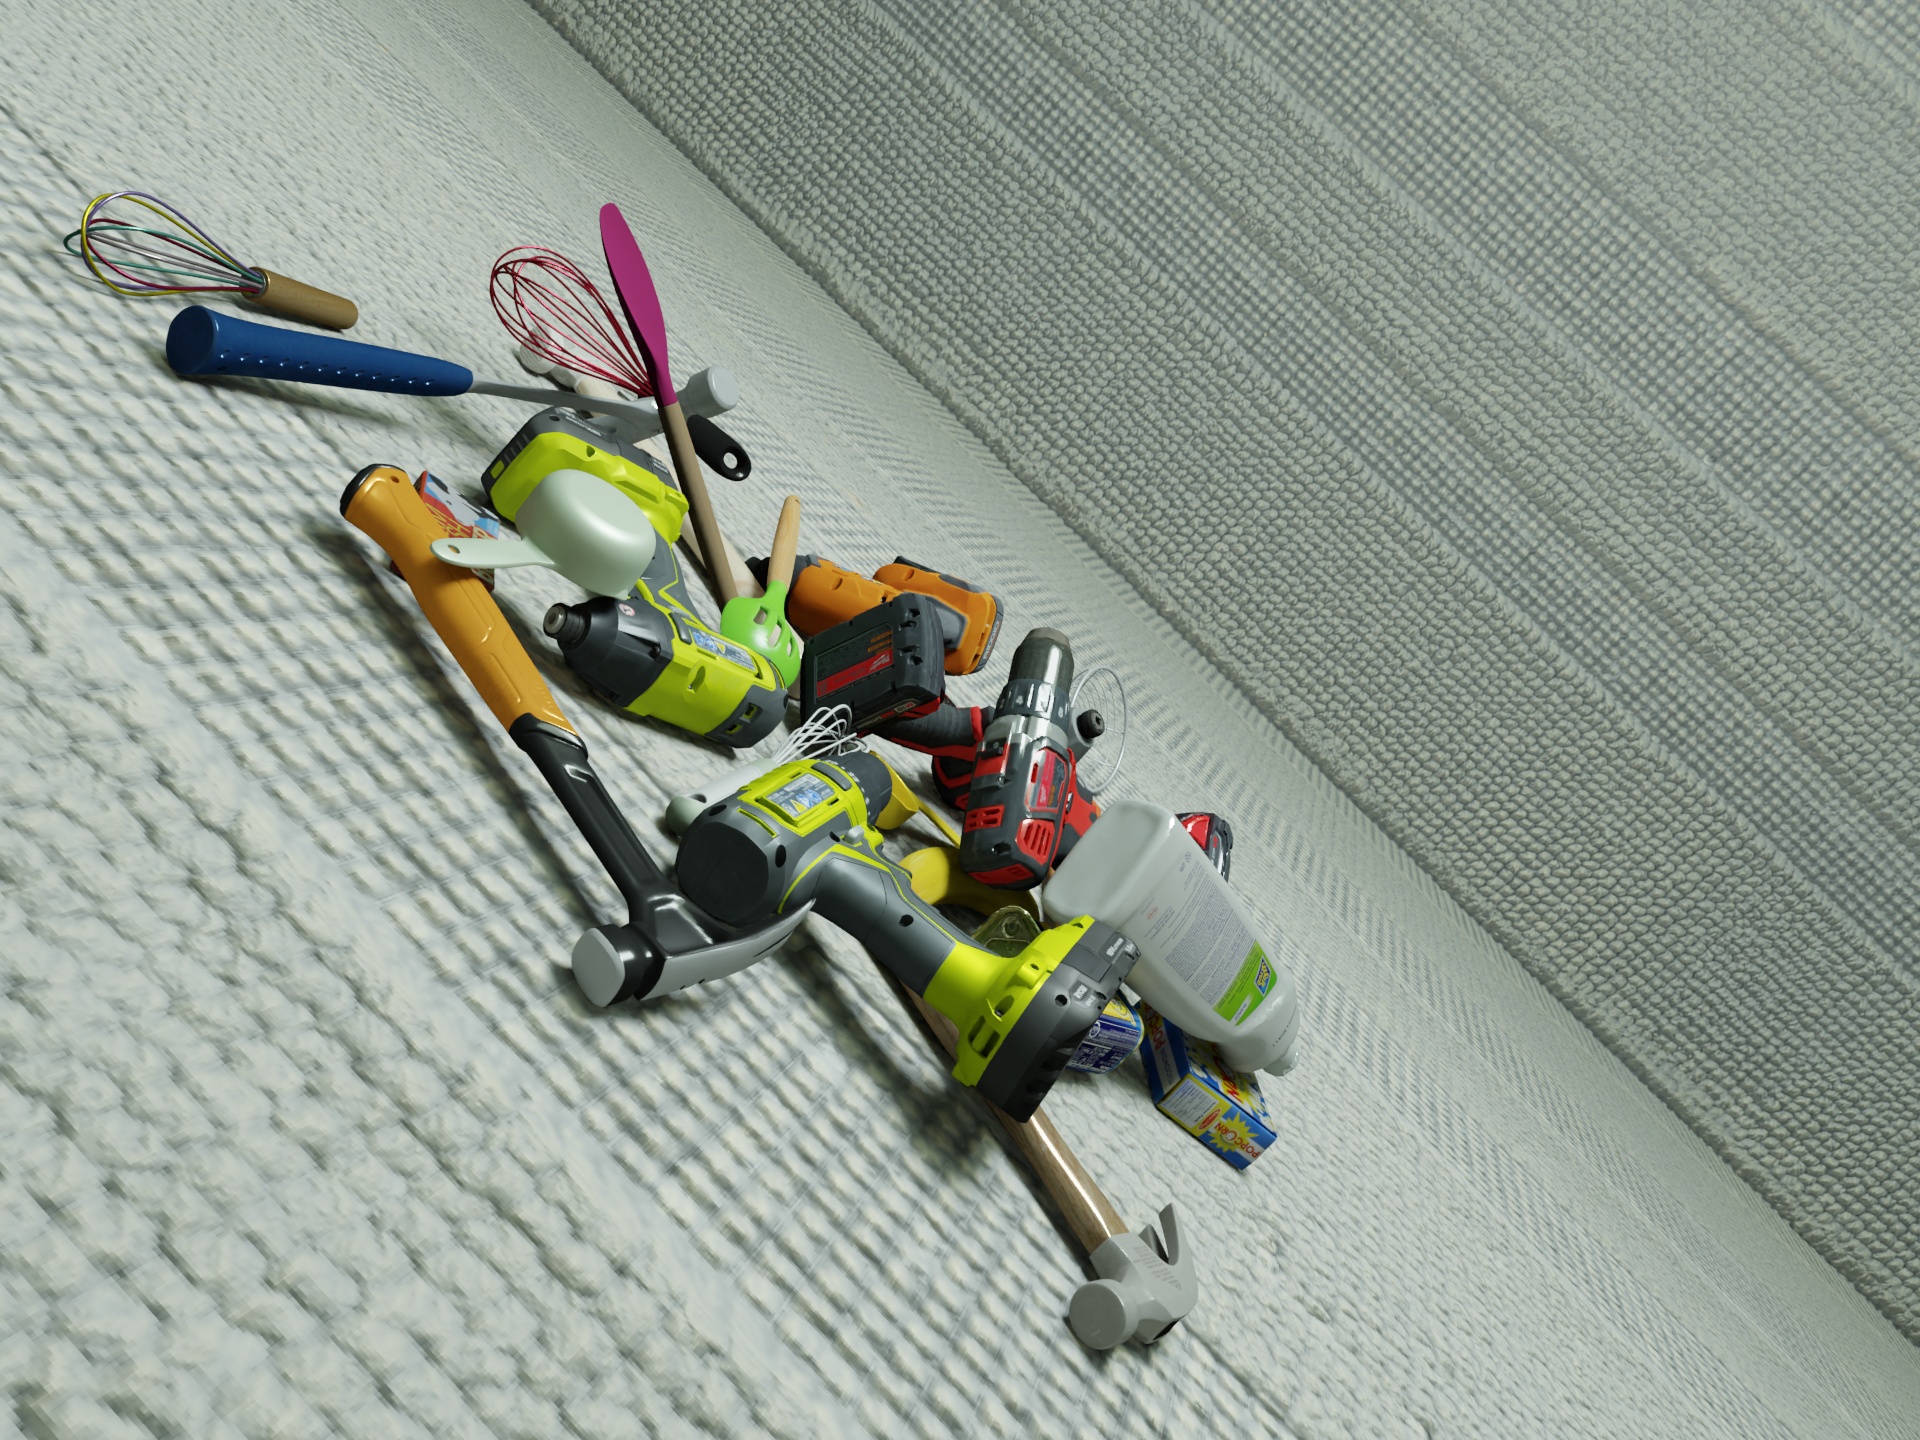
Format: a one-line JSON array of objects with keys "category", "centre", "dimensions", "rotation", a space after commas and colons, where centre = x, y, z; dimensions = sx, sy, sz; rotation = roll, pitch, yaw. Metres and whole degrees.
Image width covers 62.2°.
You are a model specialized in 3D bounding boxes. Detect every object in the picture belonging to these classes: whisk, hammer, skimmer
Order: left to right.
[{"category": "whisk", "centre": [-0.440, -0.263, 0.956], "dimensions": [0.047, 0.051, 0.245], "rotation": [66, 12, 2]}, {"category": "hammer", "centre": [-0.318, -0.213, 1.023], "dimensions": [0.405, 0.144, 0.035], "rotation": [-8, 84, -61]}, {"category": "hammer", "centre": [-0.207, -0.007, 0.782], "dimensions": [0.127, 0.034, 0.337], "rotation": [-7, 51, -52]}, {"category": "whisk", "centre": [-0.261, -0.273, 1.262], "dimensions": [0.295, 0.073, 0.073], "rotation": [39, 13, -49]}, {"category": "hammer", "centre": [-0.214, -0.164, 1.274], "dimensions": [0.411, 0.038, 0.146], "rotation": [52, 15, 29]}, {"category": "whisk", "centre": [-0.114, 0.032, 0.964], "dimensions": [0.058, 0.059, 0.246], "rotation": [19, 14, 14]}, {"category": "hammer", "centre": [0.018, 0.195, 0.885], "dimensions": [0.332, 0.031, 0.130], "rotation": [52, 17, 30]}, {"category": "skimmer", "centre": [0.156, 0.076, 1.472], "dimensions": [0.364, 0.090, 0.127], "rotation": [-108, 180, -57]}]

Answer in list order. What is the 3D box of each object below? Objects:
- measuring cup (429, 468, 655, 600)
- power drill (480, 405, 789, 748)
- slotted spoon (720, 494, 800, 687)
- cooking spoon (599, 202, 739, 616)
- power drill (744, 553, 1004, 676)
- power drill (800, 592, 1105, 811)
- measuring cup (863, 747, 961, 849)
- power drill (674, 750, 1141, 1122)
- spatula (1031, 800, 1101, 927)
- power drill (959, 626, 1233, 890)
[{"category": "measuring cup", "centre": [-0.221, -0.102, 0.848], "dimensions": [0.083, 0.038, 0.167], "rotation": [44, 18, 9]}, {"category": "power drill", "centre": [-0.212, -0.091, 0.994], "dimensions": [0.171, 0.080, 0.223], "rotation": [26, 26, -50]}, {"category": "slotted spoon", "centre": [-0.137, -0.110, 1.192], "dimensions": [0.070, 0.031, 0.314], "rotation": [45, 19, -22]}, {"category": "cooking spoon", "centre": [-0.194, -0.192, 1.091], "dimensions": [0.069, 0.017, 0.318], "rotation": [-77, 154, -65]}, {"category": "power drill", "centre": [-0.073, -0.096, 1.341], "dimensions": [0.164, 0.084, 0.226], "rotation": [24, 10, 22]}, {"category": "power drill", "centre": [-0.002, -0.004, 1.160], "dimensions": [0.219, 0.143, 0.079], "rotation": [30, 47, -45]}, {"category": "measuring cup", "centre": [-0.033, 0.073, 1.126], "dimensions": [0.156, 0.029, 0.062], "rotation": [45, 9, -47]}, {"category": "power drill", "centre": [-0.022, 0.100, 0.870], "dimensions": [0.228, 0.080, 0.190], "rotation": [34, 21, 10]}, {"category": "spatula", "centre": [0.083, 0.111, 1.265], "dimensions": [0.081, 0.041, 0.323], "rotation": [41, 12, -11]}, {"category": "power drill", "centre": [0.095, 0.059, 1.109], "dimensions": [0.226, 0.080, 0.188], "rotation": [36, 54, -36]}]
